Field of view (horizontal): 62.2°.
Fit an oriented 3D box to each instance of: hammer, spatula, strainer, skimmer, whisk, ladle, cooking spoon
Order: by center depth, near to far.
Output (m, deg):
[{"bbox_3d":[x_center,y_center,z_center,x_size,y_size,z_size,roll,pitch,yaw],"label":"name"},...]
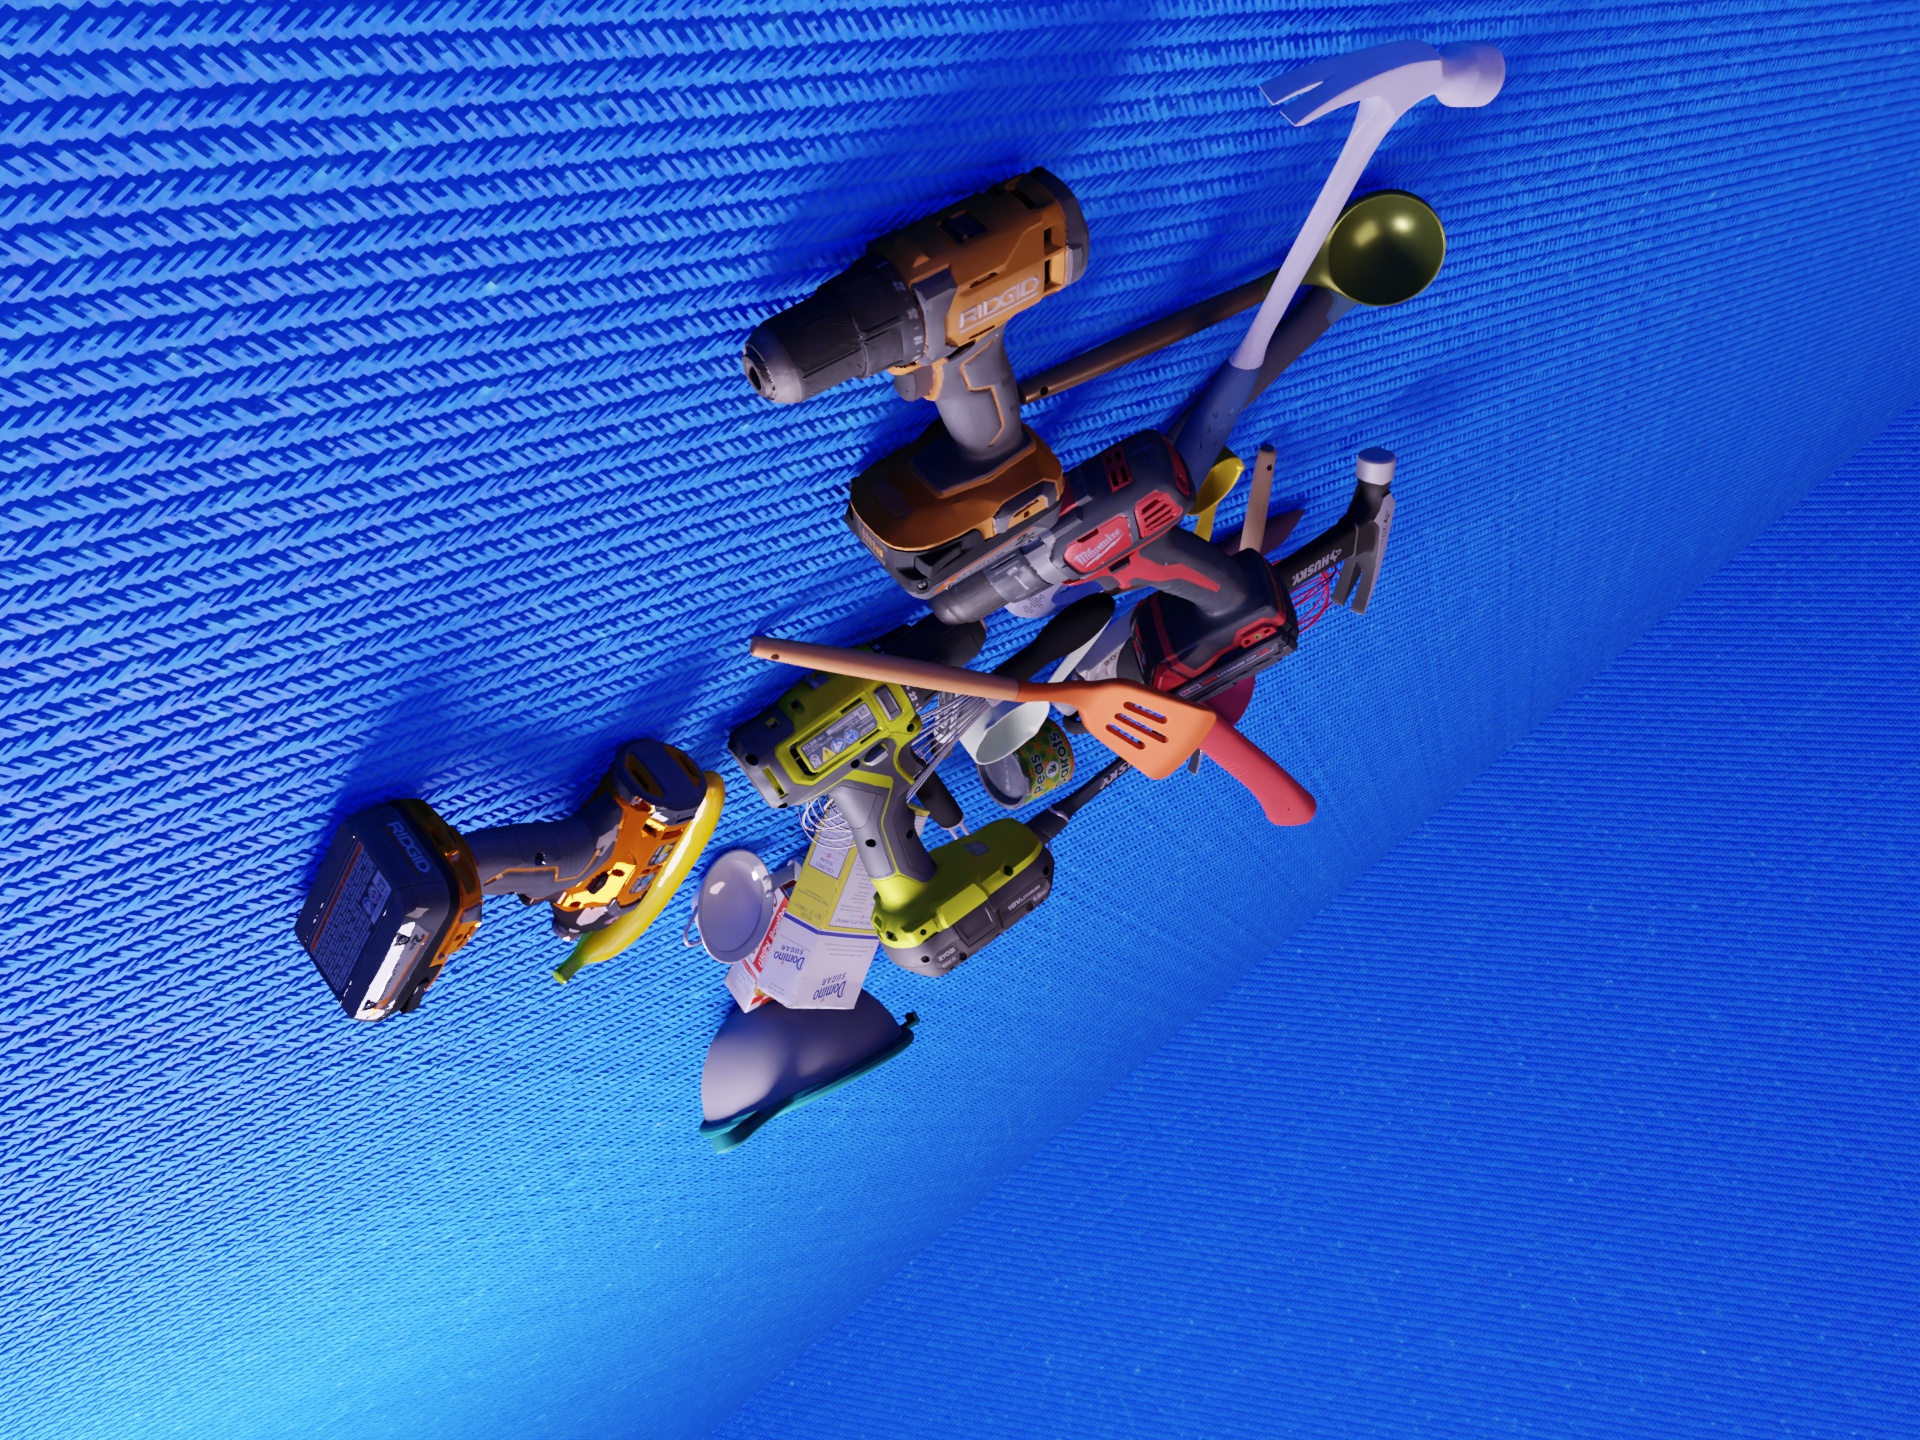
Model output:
[{"bbox_3d":[0.175,-0.230,0.979,0.144,0.035,0.405,-14,150,-28],"label":"hammer"},{"bbox_3d":[0.175,-0.259,1.005,0.320,0.062,0.078,-27,130,-21],"label":"ladle"},{"bbox_3d":[0.016,-0.017,1.050,0.322,0.041,0.081,9,139,-25],"label":"spatula"},{"bbox_3d":[0.152,-0.194,1.119,0.331,0.033,0.128,-43,157,8],"label":"hammer"},{"bbox_3d":[-0.001,-0.003,1.167,0.284,0.070,0.070,-37,158,4],"label":"whisk"},{"bbox_3d":[-0.134,0.121,1.257,0.258,0.050,0.086,-24,113,-45],"label":"strainer"},{"bbox_3d":[0.247,-0.102,1.302,0.335,0.035,0.146,-31,134,-34],"label":"hammer"},{"bbox_3d":[0.185,-0.129,1.314,0.316,0.018,0.059,-20,150,-42],"label":"spatula"},{"bbox_3d":[0.239,-0.100,1.358,0.068,0.017,0.318,-16,137,-16],"label":"cooking spoon"},{"bbox_3d":[-0.166,0.291,1.382,0.211,0.095,0.340,-24,176,9],"label":"strainer"},{"bbox_3d":[0.232,0.006,1.421,0.149,0.037,0.358,-39,136,17],"label":"hammer"},{"bbox_3d":[-0.003,0.092,1.421,0.127,0.090,0.362,-29,147,2],"label":"skimmer"},{"bbox_3d":[0.100,0.078,1.431,0.409,0.036,0.149,-35,143,-31],"label":"hammer"},{"bbox_3d":[0.219,-0.066,1.436,0.296,0.073,0.073,-30,156,-9],"label":"whisk"}]

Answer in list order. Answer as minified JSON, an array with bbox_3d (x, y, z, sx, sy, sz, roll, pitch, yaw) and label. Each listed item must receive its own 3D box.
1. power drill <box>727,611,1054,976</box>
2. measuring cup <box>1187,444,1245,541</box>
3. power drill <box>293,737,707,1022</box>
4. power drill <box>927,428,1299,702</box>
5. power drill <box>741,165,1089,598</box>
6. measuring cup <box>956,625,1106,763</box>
[{"bbox_3d":[-0.028,0.046,1.108,0.190,0.080,0.228,-35,116,-10],"label":"power drill"},{"bbox_3d":[0.181,-0.162,1.234,0.062,0.029,0.156,-34,159,-15],"label":"measuring cup"},{"bbox_3d":[-0.271,0.100,0.954,0.226,0.084,0.164,-16,149,-51],"label":"power drill"},{"bbox_3d":[0.105,-0.087,1.064,0.188,0.080,0.226,-29,143,24],"label":"power drill"},{"bbox_3d":[-0.022,-0.164,0.847,0.185,0.084,0.226,-31,152,-18],"label":"power drill"},{"bbox_3d":[0.058,-0.036,1.268,0.167,0.038,0.083,-50,156,20],"label":"measuring cup"}]
